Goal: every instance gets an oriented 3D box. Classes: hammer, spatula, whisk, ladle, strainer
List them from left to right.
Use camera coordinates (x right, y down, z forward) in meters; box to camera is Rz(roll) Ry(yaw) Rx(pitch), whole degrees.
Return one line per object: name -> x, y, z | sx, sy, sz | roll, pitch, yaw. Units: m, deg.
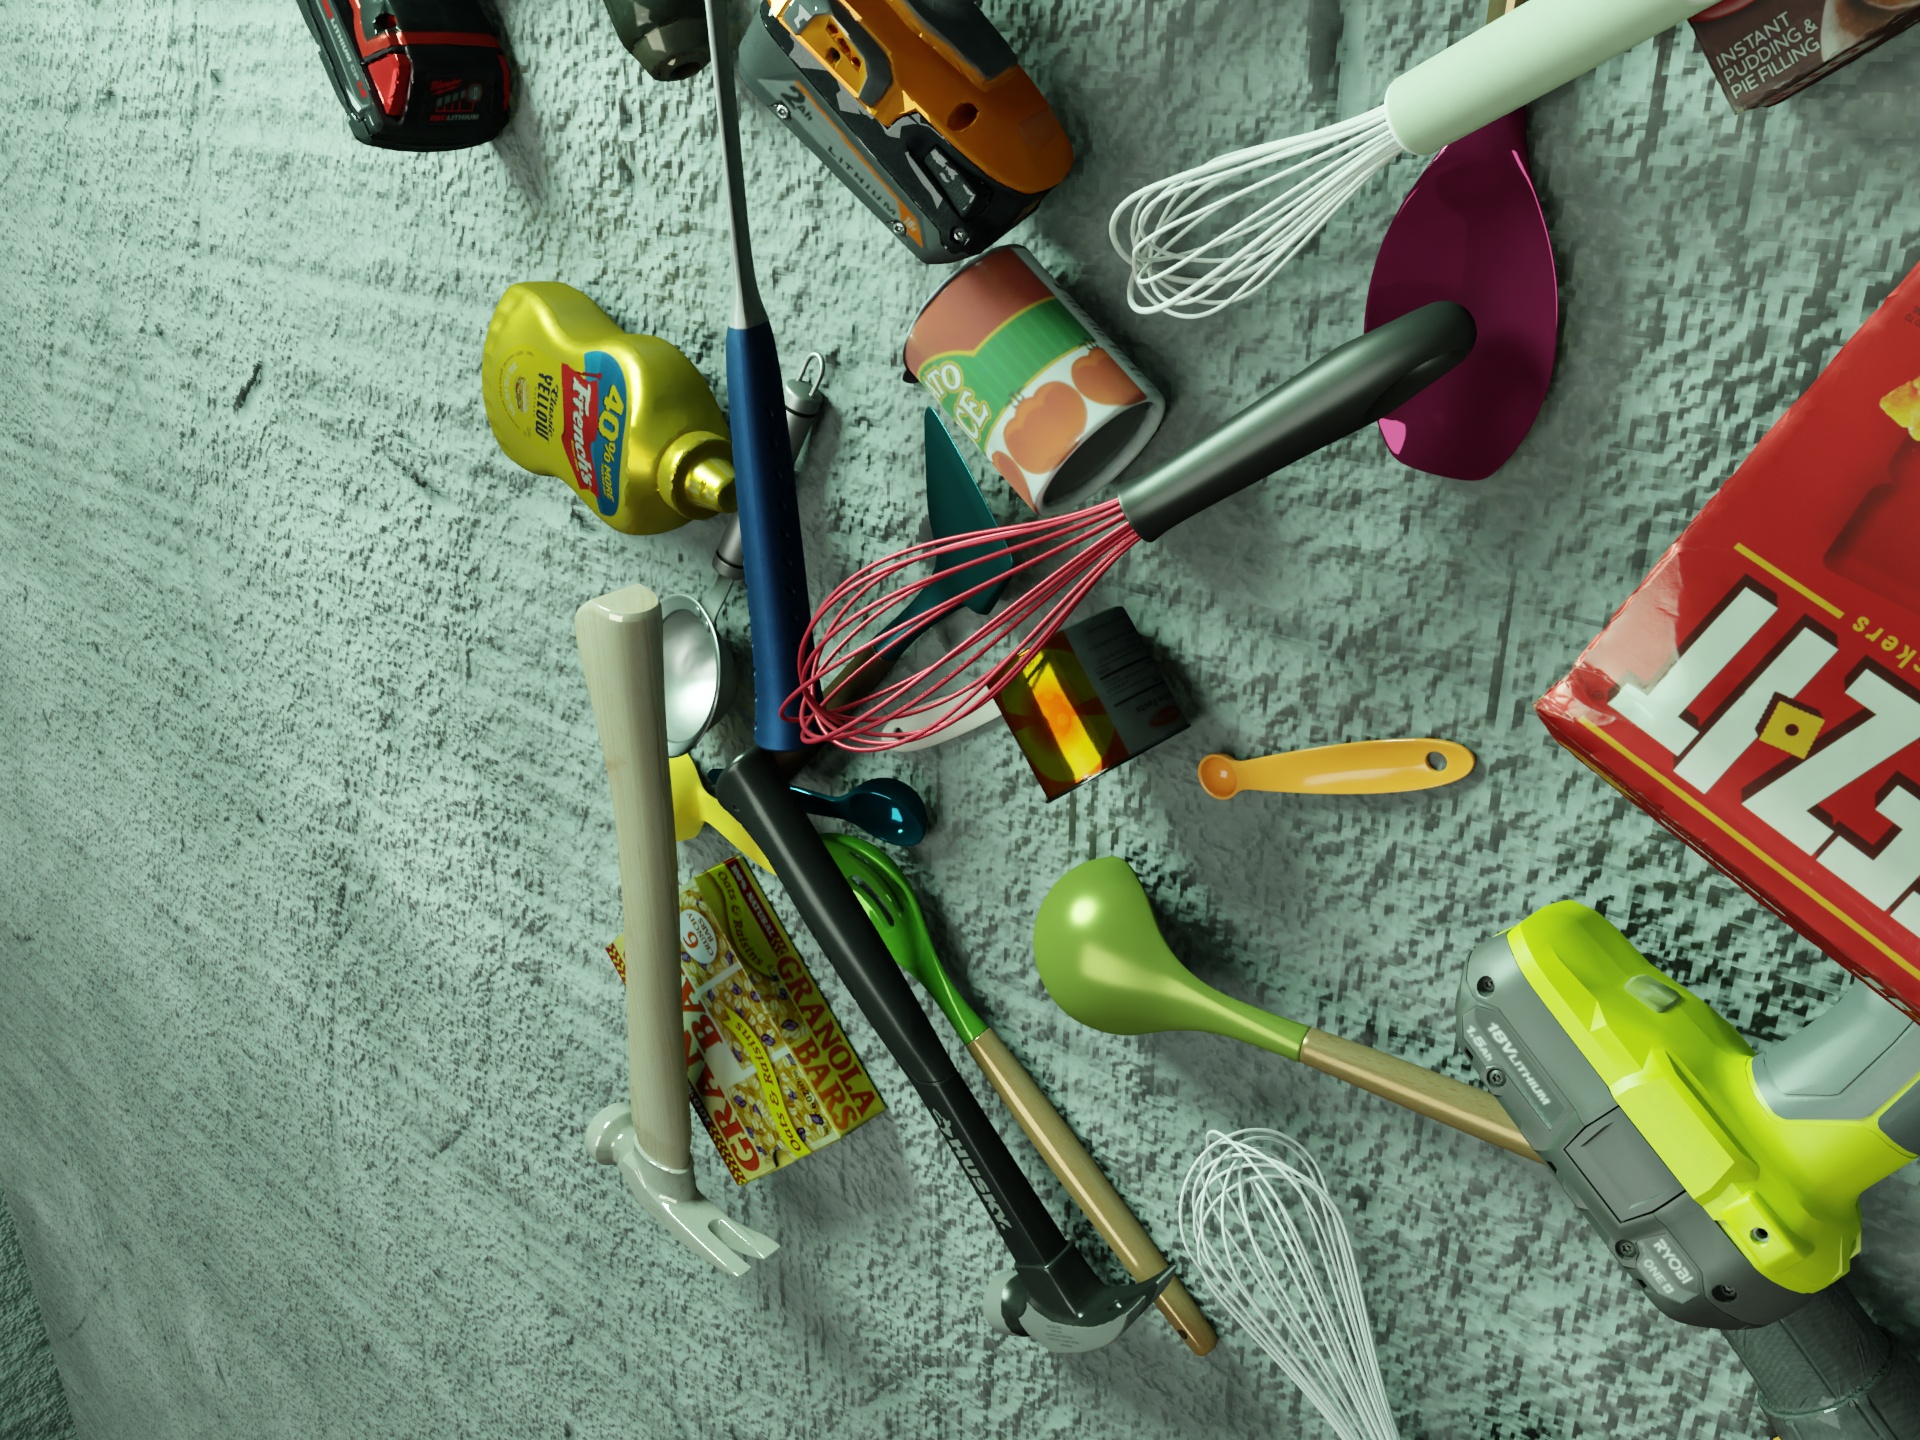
hammer -> -0.159, 0.121, 0.853 | 0.146, 0.038, 0.410 | 28, 129, 35
strainer -> -0.114, -0.072, 0.796 | 0.087, 0.050, 0.258 | 56, 132, 34
hammer -> -0.087, -0.179, 0.665 | 0.035, 0.144, 0.405 | 2, 116, 9
spatula -> -0.057, -0.022, 0.760 | 0.317, 0.044, 0.082 | -45, 65, 46
hammer -> -0.018, 0.159, 0.768 | 0.335, 0.035, 0.146 | 59, 147, -2
whisk -> 0.047, -0.065, 0.572 | 0.296, 0.073, 0.073 | -29, 87, 27
whisk -> 0.173, 0.299, 0.681 | 0.070, 0.070, 0.284 | -22, 97, 46
ladle -> 0.166, 0.133, 0.629 | 0.320, 0.062, 0.078 | 18, 117, 29
whisk -> 0.133, -0.183, 0.490 | 0.057, 0.059, 0.246 | 33, 155, -27

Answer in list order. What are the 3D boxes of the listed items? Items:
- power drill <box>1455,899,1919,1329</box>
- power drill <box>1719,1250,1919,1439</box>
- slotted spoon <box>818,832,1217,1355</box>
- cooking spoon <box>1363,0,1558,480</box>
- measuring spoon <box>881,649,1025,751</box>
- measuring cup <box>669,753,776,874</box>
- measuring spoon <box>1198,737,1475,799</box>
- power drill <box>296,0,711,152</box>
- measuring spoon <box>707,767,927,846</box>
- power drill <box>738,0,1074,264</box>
power drill -> 0.263, 0.059, 0.456 | 0.223, 0.080, 0.171 | -48, 65, 31
power drill -> 0.257, 0.288, 0.563 | 0.226, 0.084, 0.185 | -38, 83, 36
slotted spoon -> 0.023, 0.178, 0.784 | 0.314, 0.031, 0.070 | 52, 142, 10
cooking spoon -> 0.169, -0.228, 0.477 | 0.069, 0.017, 0.318 | 24, 123, 38
measuring spoon -> -0.001, -0.002, 0.734 | 0.124, 0.018, 0.034 | -20, 94, 47
measuring cup -> -0.141, 0.056, 0.860 | 0.157, 0.029, 0.062 | 25, 121, 50
measuring spoon -> 0.144, 0.018, 0.616 | 0.117, 0.011, 0.021 | -6, 104, 41
power drill -> -0.210, -0.350, 0.742 | 0.227, 0.080, 0.188 | -20, 94, 43
measuring spoon -> -0.071, 0.034, 0.798 | 0.129, 0.021, 0.042 | 11, 143, 27
power drill -> 0.042, -0.262, 0.530 | 0.164, 0.084, 0.226 | 44, 131, -6
